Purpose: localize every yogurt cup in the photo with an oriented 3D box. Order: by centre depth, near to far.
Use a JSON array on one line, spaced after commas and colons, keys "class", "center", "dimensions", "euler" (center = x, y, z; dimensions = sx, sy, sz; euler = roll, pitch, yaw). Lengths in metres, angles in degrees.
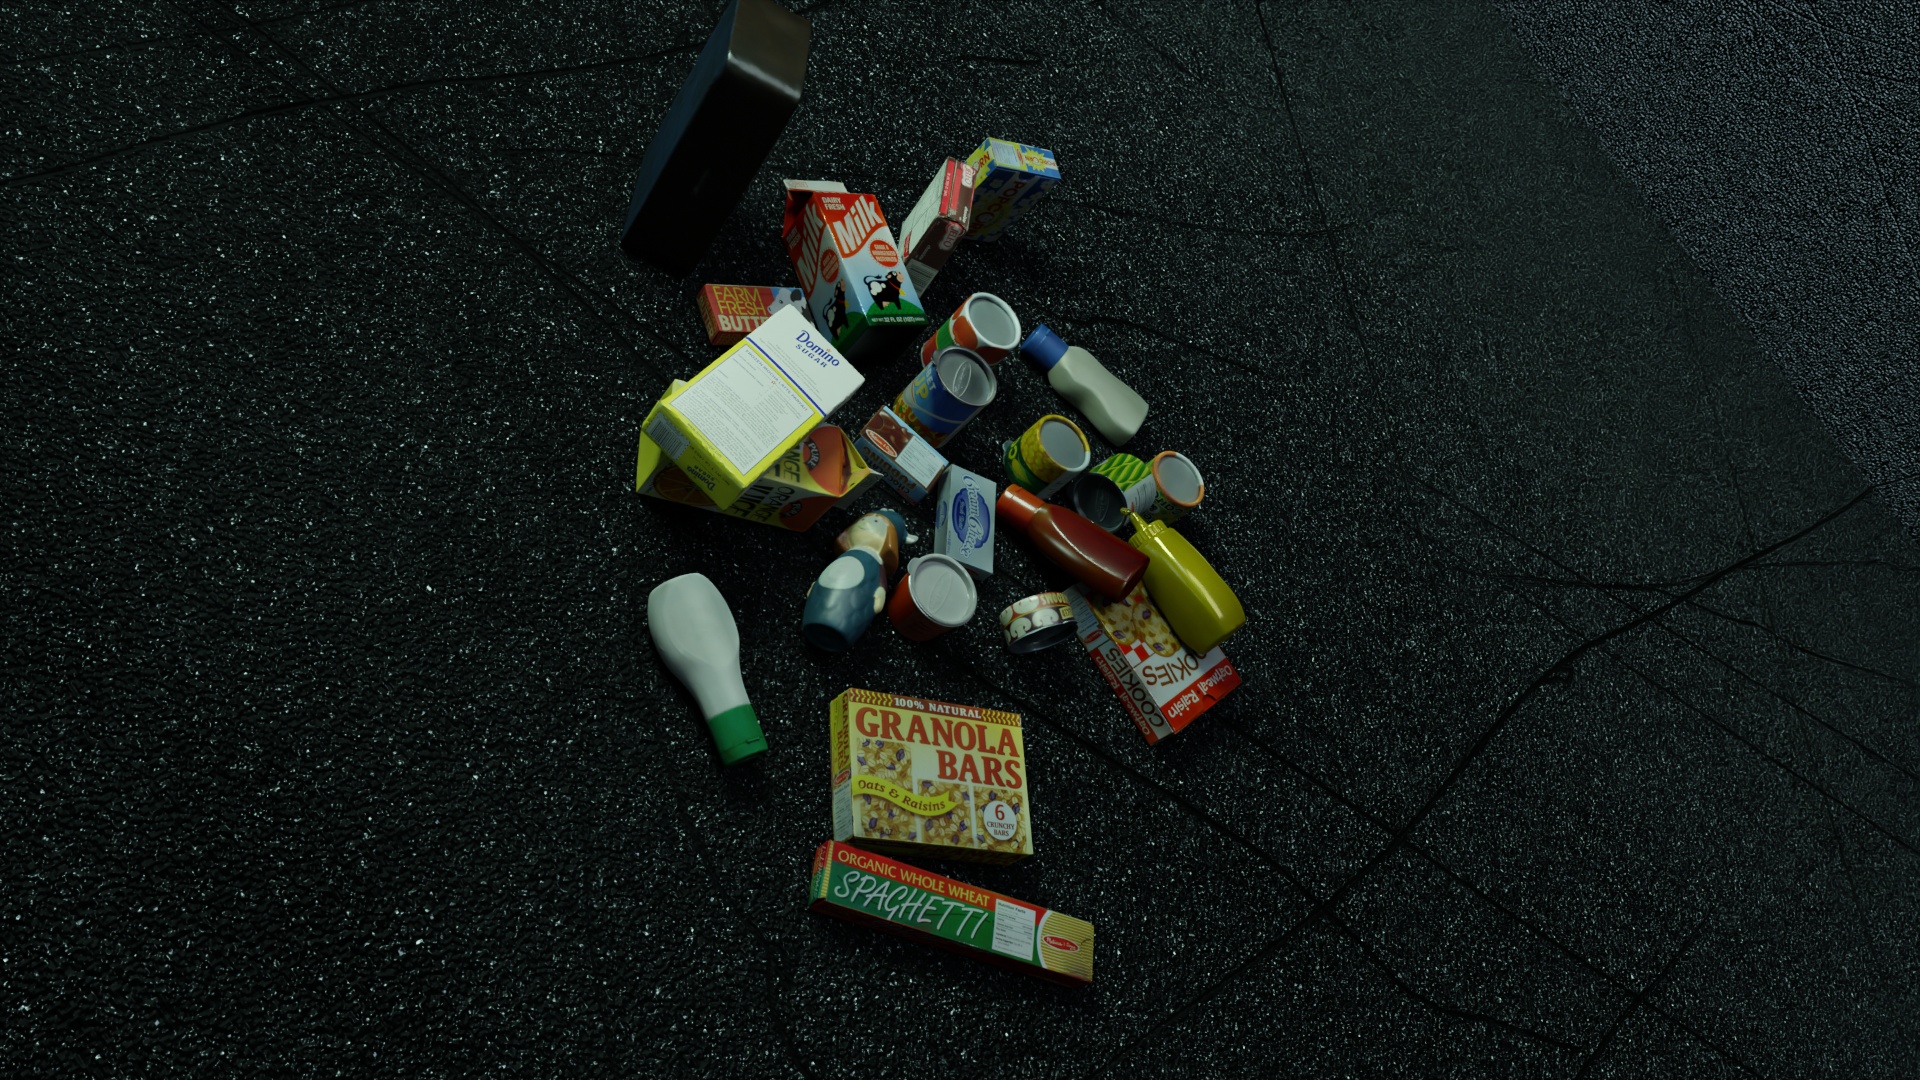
[{"class": "yogurt cup", "center": [-0.027, 0.053, 1.202], "dimensions": [0.072, 0.053, 0.073], "euler": [18, 54, -27]}]

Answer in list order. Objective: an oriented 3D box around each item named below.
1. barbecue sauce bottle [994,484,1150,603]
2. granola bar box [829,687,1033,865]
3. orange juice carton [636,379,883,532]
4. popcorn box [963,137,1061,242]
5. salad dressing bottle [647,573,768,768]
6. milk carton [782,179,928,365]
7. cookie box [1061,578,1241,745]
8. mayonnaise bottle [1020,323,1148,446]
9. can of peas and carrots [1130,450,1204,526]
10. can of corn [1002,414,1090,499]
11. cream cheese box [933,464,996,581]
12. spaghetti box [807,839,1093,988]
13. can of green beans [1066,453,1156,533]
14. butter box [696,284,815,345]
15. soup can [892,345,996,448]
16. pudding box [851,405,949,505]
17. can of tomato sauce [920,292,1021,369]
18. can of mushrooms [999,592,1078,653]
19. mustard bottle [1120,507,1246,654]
[{"class": "barbecue sauce bottle", "center": [0.102, -0.001, 1.304], "dimensions": [0.149, 0.043, 0.065], "euler": [33, 36, 16]}, {"class": "granola bar box", "center": [-0.024, 0.193, 1.128], "dimensions": [0.166, 0.039, 0.125], "euler": [13, 57, -30]}, {"class": "orange juice carton", "center": [-0.165, -0.063, 1.160], "dimensions": [0.193, 0.071, 0.073], "euler": [15, 56, -29]}, {"class": "popcorn box", "center": [0.032, -0.364, 1.452], "dimensions": [0.085, 0.126, 0.038], "euler": [1, 67, -36]}, {"class": "salad dressing bottle", "center": [-0.191, 0.100, 1.061], "dimensions": [0.064, 0.043, 0.148], "euler": [-13, 73, -43]}, {"class": "milk carton", "center": [-0.109, -0.266, 1.325], "dimensions": [0.072, 0.073, 0.191], "euler": [-8, 68, -39]}, {"class": "cookie box", "center": [0.182, 0.097, 1.339], "dimensions": [0.123, 0.040, 0.167], "euler": [-27, 81, -44]}, {"class": "mayonnaise bottle", "center": [0.129, -0.167, 1.463], "dimensions": [0.148, 0.041, 0.065], "euler": [40, 45, -8]}, {"class": "can of peas and carrots", "center": [0.208, -0.050, 1.435], "dimensions": [0.071, 0.058, 0.071], "euler": [18, 54, -27]}, {"class": "can of corn", "center": [0.083, -0.084, 1.365], "dimensions": [0.071, 0.058, 0.071], "euler": [19, 54, -27]}, {"class": "cream cheese box", "center": [0.005, -0.016, 1.289], "dimensions": [0.053, 0.024, 0.104], "euler": [21, 53, -26]}, {"class": "spaghetti box", "center": [-0.003, 0.294, 1.088], "dimensions": [0.250, 0.028, 0.050], "euler": [24, 52, -23]}, {"class": "can of green beans", "center": [0.153, -0.047, 1.389], "dimensions": [0.058, 0.071, 0.071], "euler": [-32, 85, -44]}, {"class": "butter box", "center": [-0.186, -0.205, 1.265], "dimensions": [0.104, 0.024, 0.053], "euler": [-6, 67, -39]}, {"class": "soup can", "center": [-0.018, -0.135, 1.304], "dimensions": [0.071, 0.083, 0.071], "euler": [19, 54, -27]}, {"class": "pudding box", "center": [-0.056, -0.079, 1.278], "dimensions": [0.083, 0.030, 0.050], "euler": [41, 48, -9]}, {"class": "can of tomato sauce", "center": [0.011, -0.191, 1.360], "dimensions": [0.071, 0.082, 0.071], "euler": [18, 54, -27]}, {"class": "can of mushrooms", "center": [0.072, 0.073, 1.251], "dimensions": [0.071, 0.070, 0.033], "euler": [-1, 63, -37]}, {"class": "mustard bottle", "center": [0.205, 0.030, 1.328], "dimensions": [0.049, 0.065, 0.160], "euler": [-24, 74, -39]}]
